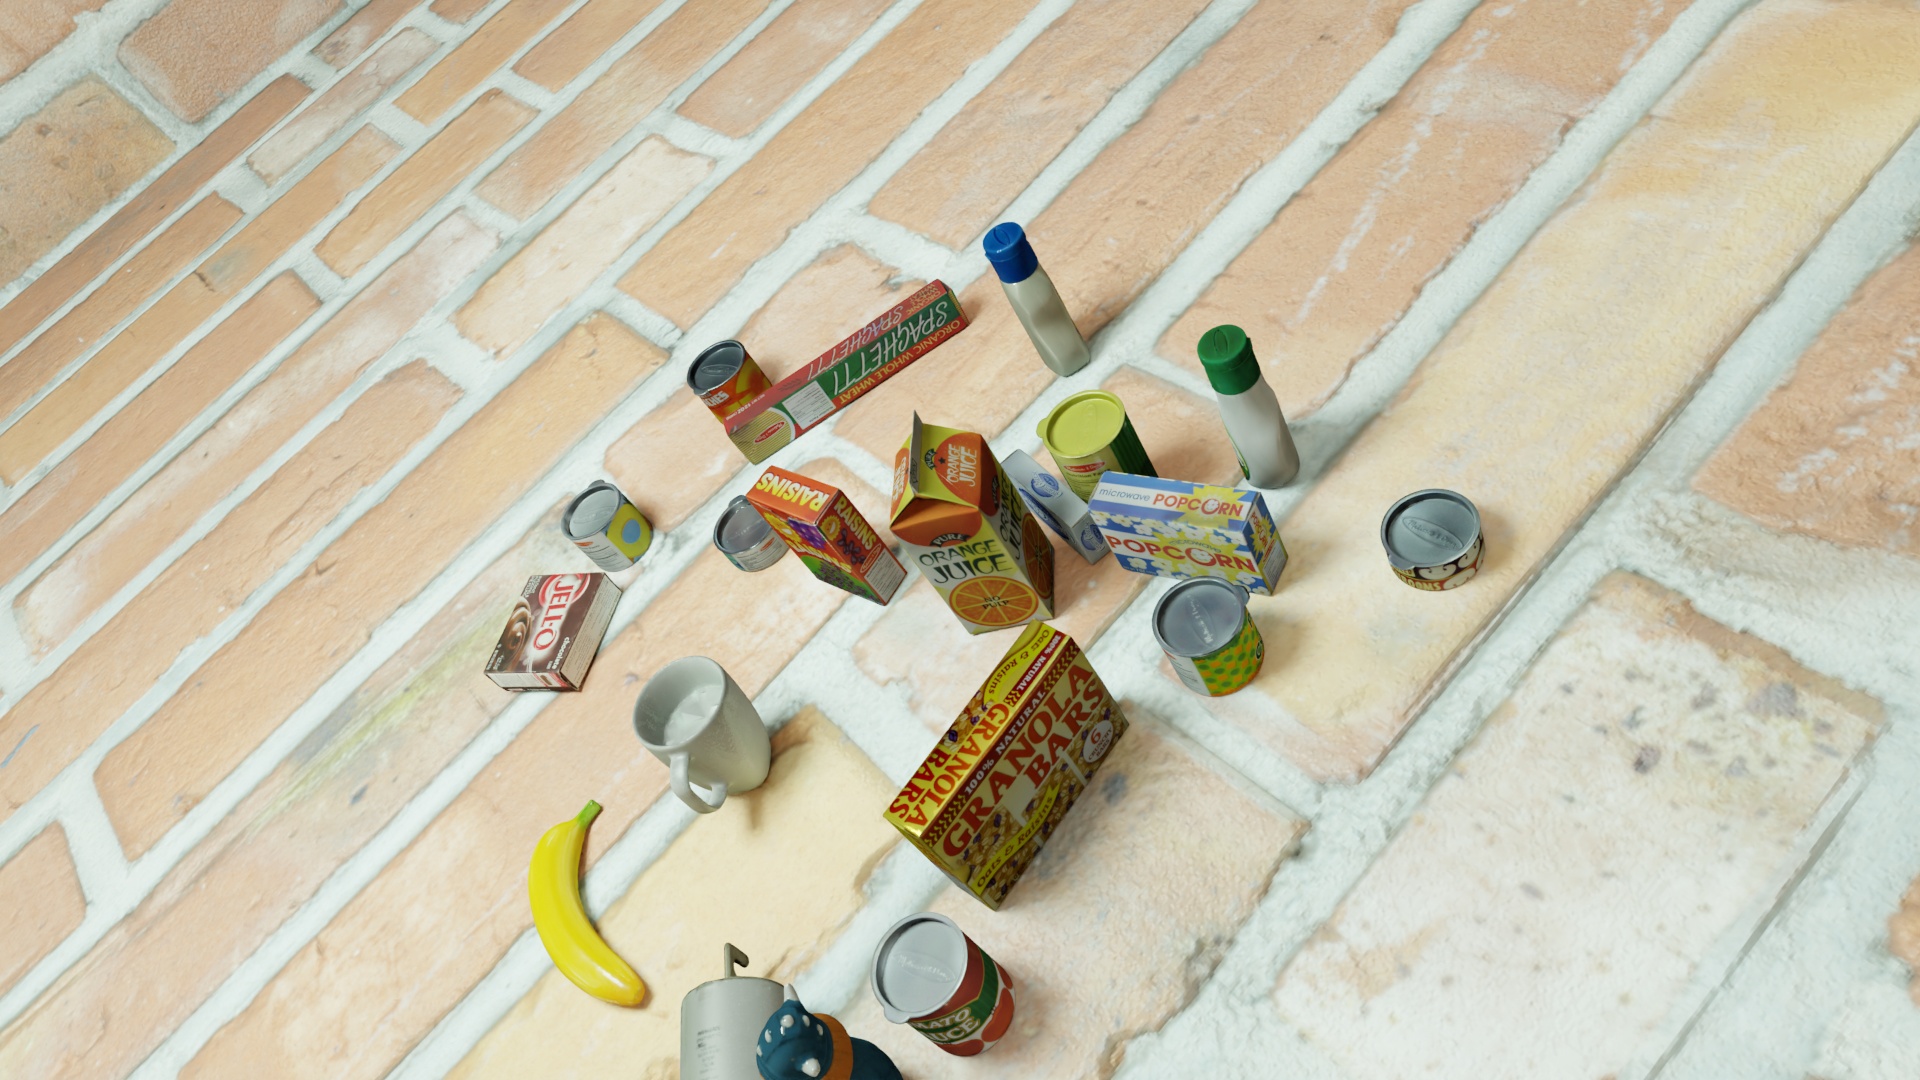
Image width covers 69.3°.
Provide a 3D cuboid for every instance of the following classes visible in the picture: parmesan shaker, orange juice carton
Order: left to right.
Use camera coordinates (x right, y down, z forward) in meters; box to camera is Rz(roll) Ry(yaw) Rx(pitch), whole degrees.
[{"bbox_3d":[0.004,-0.013,1.039,0.073,0.192,0.072,-13,50,20],"label":"orange juice carton"},{"bbox_3d":[0.110,-0.059,1.079,0.071,0.102,0.072,-15,49,18],"label":"parmesan shaker"}]

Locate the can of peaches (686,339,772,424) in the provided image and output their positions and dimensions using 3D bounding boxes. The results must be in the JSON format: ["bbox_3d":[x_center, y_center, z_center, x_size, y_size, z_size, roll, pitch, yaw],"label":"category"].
[{"bbox_3d":[-0.228,-0.153,1.370,0.071,0.058,0.071,-15,49,18],"label":"can of peaches"}]

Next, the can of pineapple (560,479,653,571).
[{"bbox_3d":[-0.334,-0.014,1.318,0.071,0.057,0.071,-15,49,18],"label":"can of pineapple"}]

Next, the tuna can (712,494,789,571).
[{"bbox_3d":[-0.187,-0.008,1.250,0.071,0.032,0.071,-15,49,18],"label":"tuna can"}]

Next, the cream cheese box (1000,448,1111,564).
[{"bbox_3d":[0.076,-0.028,1.107,0.024,0.053,0.104,-41,46,-5],"label":"cream cheese box"}]

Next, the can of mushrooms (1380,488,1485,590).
[{"bbox_3d":[0.325,0.001,0.961,0.071,0.033,0.071,-15,49,18],"label":"can of mushrooms"}]

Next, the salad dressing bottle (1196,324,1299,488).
[{"bbox_3d":[0.212,-0.098,1.023,0.044,0.147,0.064,-17,49,17],"label":"salad dressing bottle"}]

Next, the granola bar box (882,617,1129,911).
[{"bbox_3d":[0.036,0.153,0.937,0.039,0.123,0.166,25,70,40],"label":"granola bar box"}]

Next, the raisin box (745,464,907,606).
[{"bbox_3d":[-0.109,-0.003,1.141,0.086,0.123,0.040,20,67,39],"label":"raisin box"}]

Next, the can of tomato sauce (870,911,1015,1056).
[{"bbox_3d":[-0.010,0.286,0.885,0.071,0.082,0.071,-15,49,18],"label":"can of tomato sauce"}]

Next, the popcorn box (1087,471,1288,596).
[{"bbox_3d":[0.166,-0.006,1.018,0.127,0.085,0.038,10,61,34],"label":"popcorn box"}]

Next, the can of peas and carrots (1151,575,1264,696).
[{"bbox_3d":[0.176,0.066,0.974,0.071,0.058,0.071,-15,49,18],"label":"can of peas and carrots"}]

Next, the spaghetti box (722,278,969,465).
[{"bbox_3d":[-0.108,-0.159,1.315,0.250,0.050,0.029,-33,46,2],"label":"spaghetti box"}]

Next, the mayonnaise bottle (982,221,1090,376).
[{"bbox_3d":[0.064,-0.208,1.191,0.041,0.147,0.065,-33,46,2],"label":"mayonnaise bottle"}]
